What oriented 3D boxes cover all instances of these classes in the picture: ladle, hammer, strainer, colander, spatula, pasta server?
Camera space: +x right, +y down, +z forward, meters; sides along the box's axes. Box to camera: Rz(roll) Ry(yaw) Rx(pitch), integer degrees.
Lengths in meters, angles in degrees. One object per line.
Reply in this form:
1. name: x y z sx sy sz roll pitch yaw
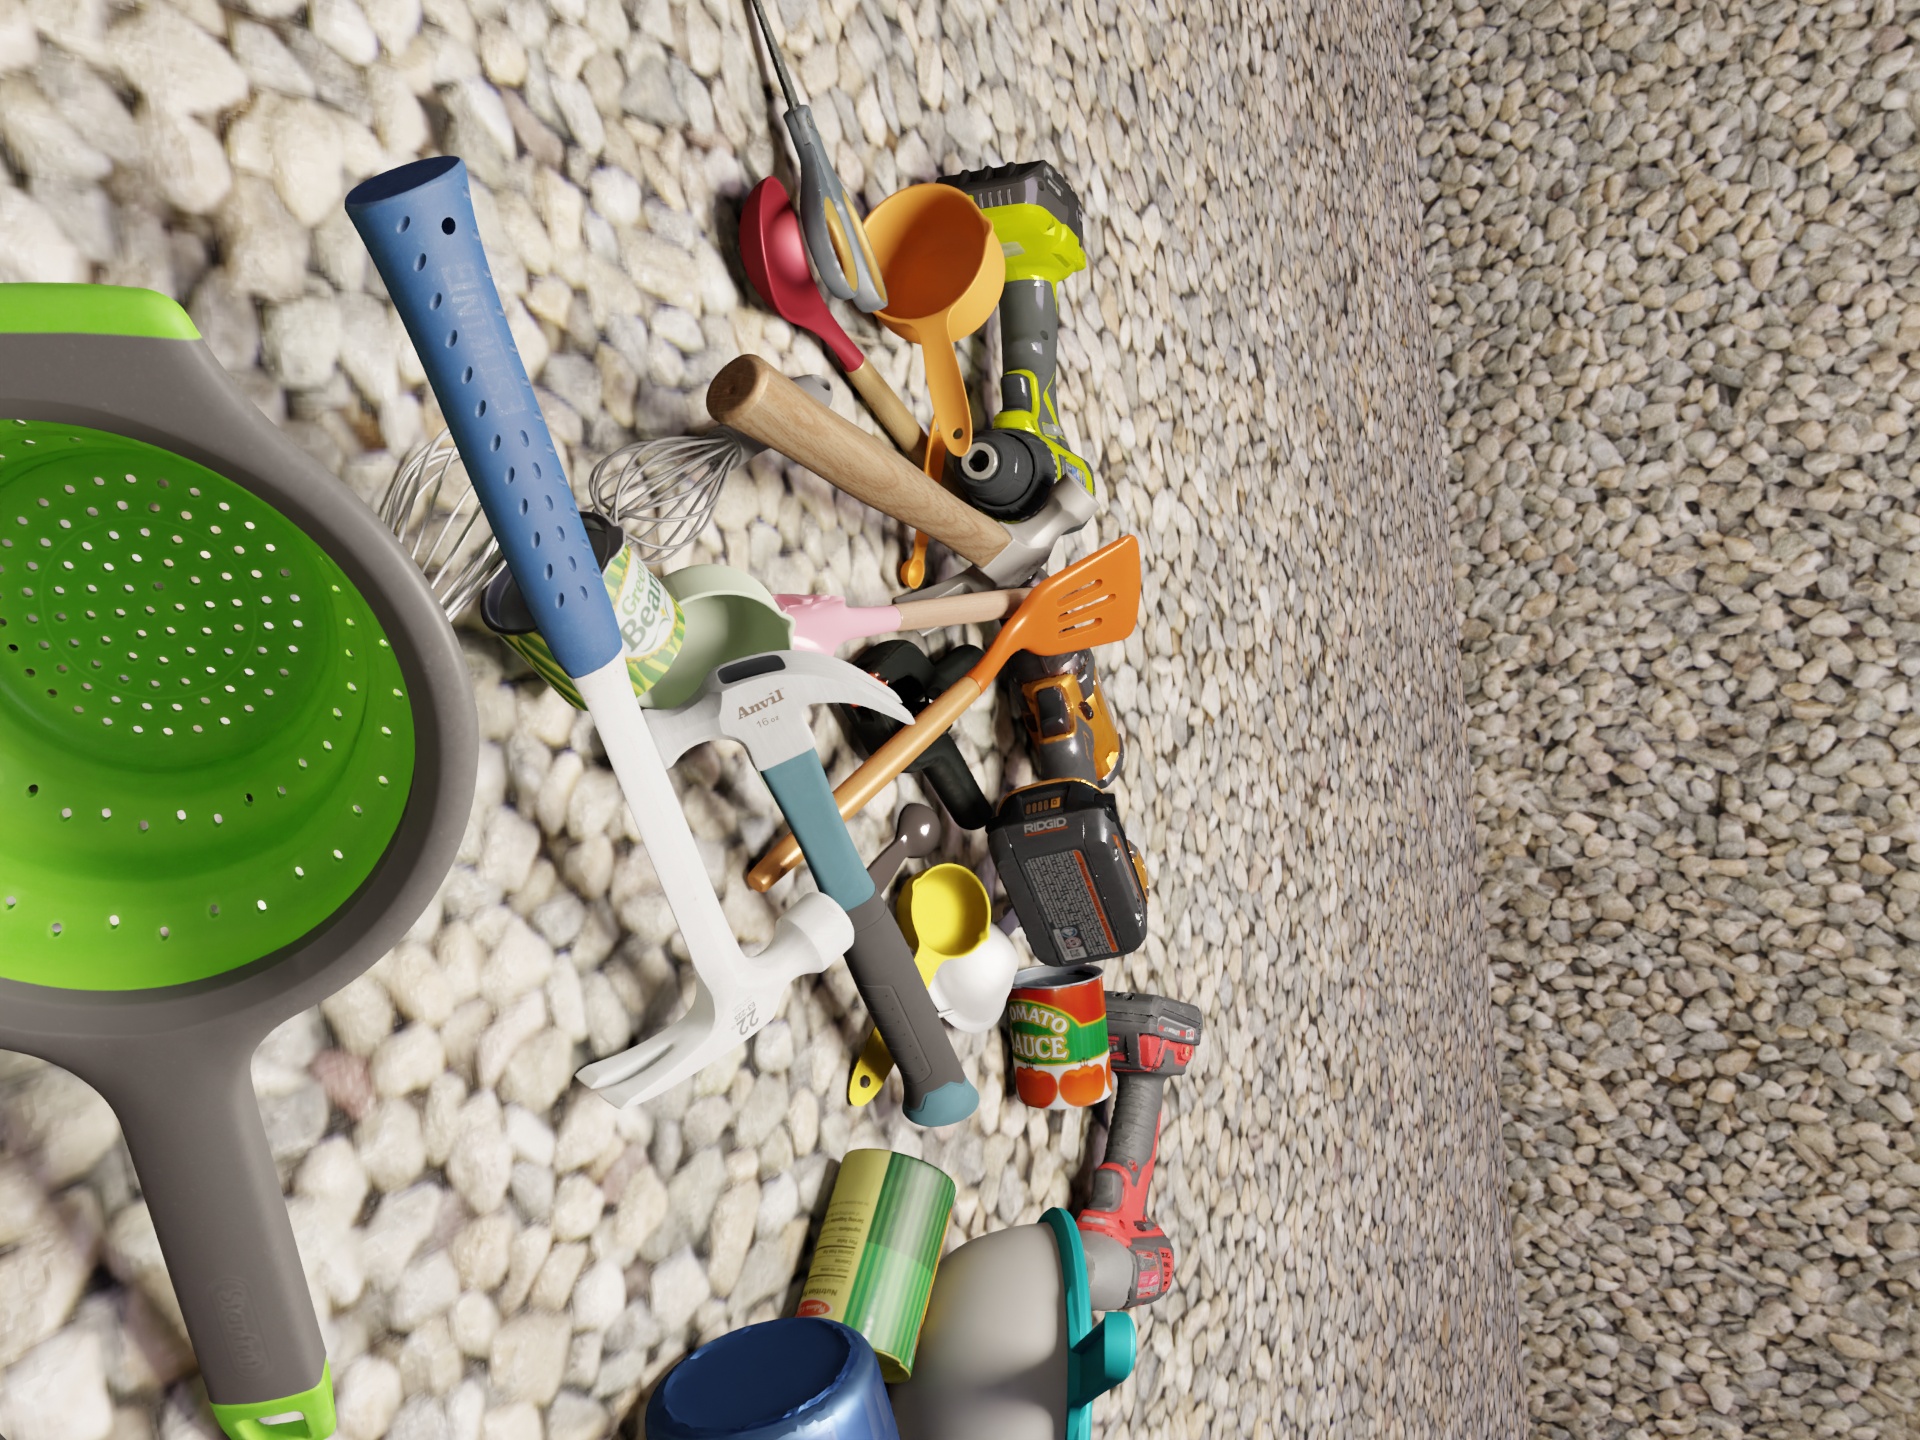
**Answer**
1. ladle: -0.051 -0.199 0.948 0.315 0.031 0.069 47 42 -52
2. hammer: -0.145 -0.012 0.628 0.144 0.035 0.405 -40 133 -31
3. strainer: 0.015 0.344 0.823 0.340 0.095 0.211 102 -8 -60
4. colander: -0.239 0.059 0.487 0.095 0.204 0.396 -113 -160 -60
5. hammer: -0.033 -0.122 0.862 0.031 0.130 0.331 51 14 24
6. hammer: -0.054 0.101 0.824 0.033 0.128 0.330 55 -12 53
7. spatula: -0.001 -0.003 0.907 0.323 0.041 0.081 -43 145 -34
8. pasta server: -0.015 -0.058 0.914 0.316 0.040 0.060 -12 124 -48
9. strainer: 0.036 0.130 1.057 0.087 0.050 0.258 65 28 -8

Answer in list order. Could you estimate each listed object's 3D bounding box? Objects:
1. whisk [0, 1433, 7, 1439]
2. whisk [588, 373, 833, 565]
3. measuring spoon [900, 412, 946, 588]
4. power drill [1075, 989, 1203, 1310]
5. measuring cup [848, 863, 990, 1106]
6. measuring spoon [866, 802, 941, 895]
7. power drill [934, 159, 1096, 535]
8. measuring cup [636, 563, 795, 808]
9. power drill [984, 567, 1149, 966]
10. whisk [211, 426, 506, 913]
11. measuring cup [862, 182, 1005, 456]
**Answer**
1. whisk: -0.246 0.285 0.491 0.295 0.073 0.073 61 36 -27
2. whisk: -0.116 -0.135 0.797 0.239 0.055 0.055 -53 132 -57
3. measuring spoon: -0.023 -0.140 0.983 0.021 0.011 0.117 7 93 -63
4. power drill: 0.112 0.307 1.139 0.143 0.078 0.220 27 66 -58
5. measuring cup: -0.033 0.155 0.937 0.062 0.029 0.157 38 63 -21
6. measuring spoon: -0.040 0.089 0.938 0.124 0.018 0.034 -51 130 -51
7. power drill: 0.035 -0.237 1.039 0.190 0.080 0.228 -3 90 -72
8. measuring cup: -0.107 -0.009 0.780 0.038 0.083 0.167 58 -6 44
9. power drill: 0.062 0.021 1.031 0.226 0.084 0.185 -88 160 -49
10. whisk: -0.220 -0.014 0.587 0.057 0.059 0.246 83 22 -60
11. measuring cup: -0.009 -0.229 0.943 0.052 0.095 0.174 25 51 -68
